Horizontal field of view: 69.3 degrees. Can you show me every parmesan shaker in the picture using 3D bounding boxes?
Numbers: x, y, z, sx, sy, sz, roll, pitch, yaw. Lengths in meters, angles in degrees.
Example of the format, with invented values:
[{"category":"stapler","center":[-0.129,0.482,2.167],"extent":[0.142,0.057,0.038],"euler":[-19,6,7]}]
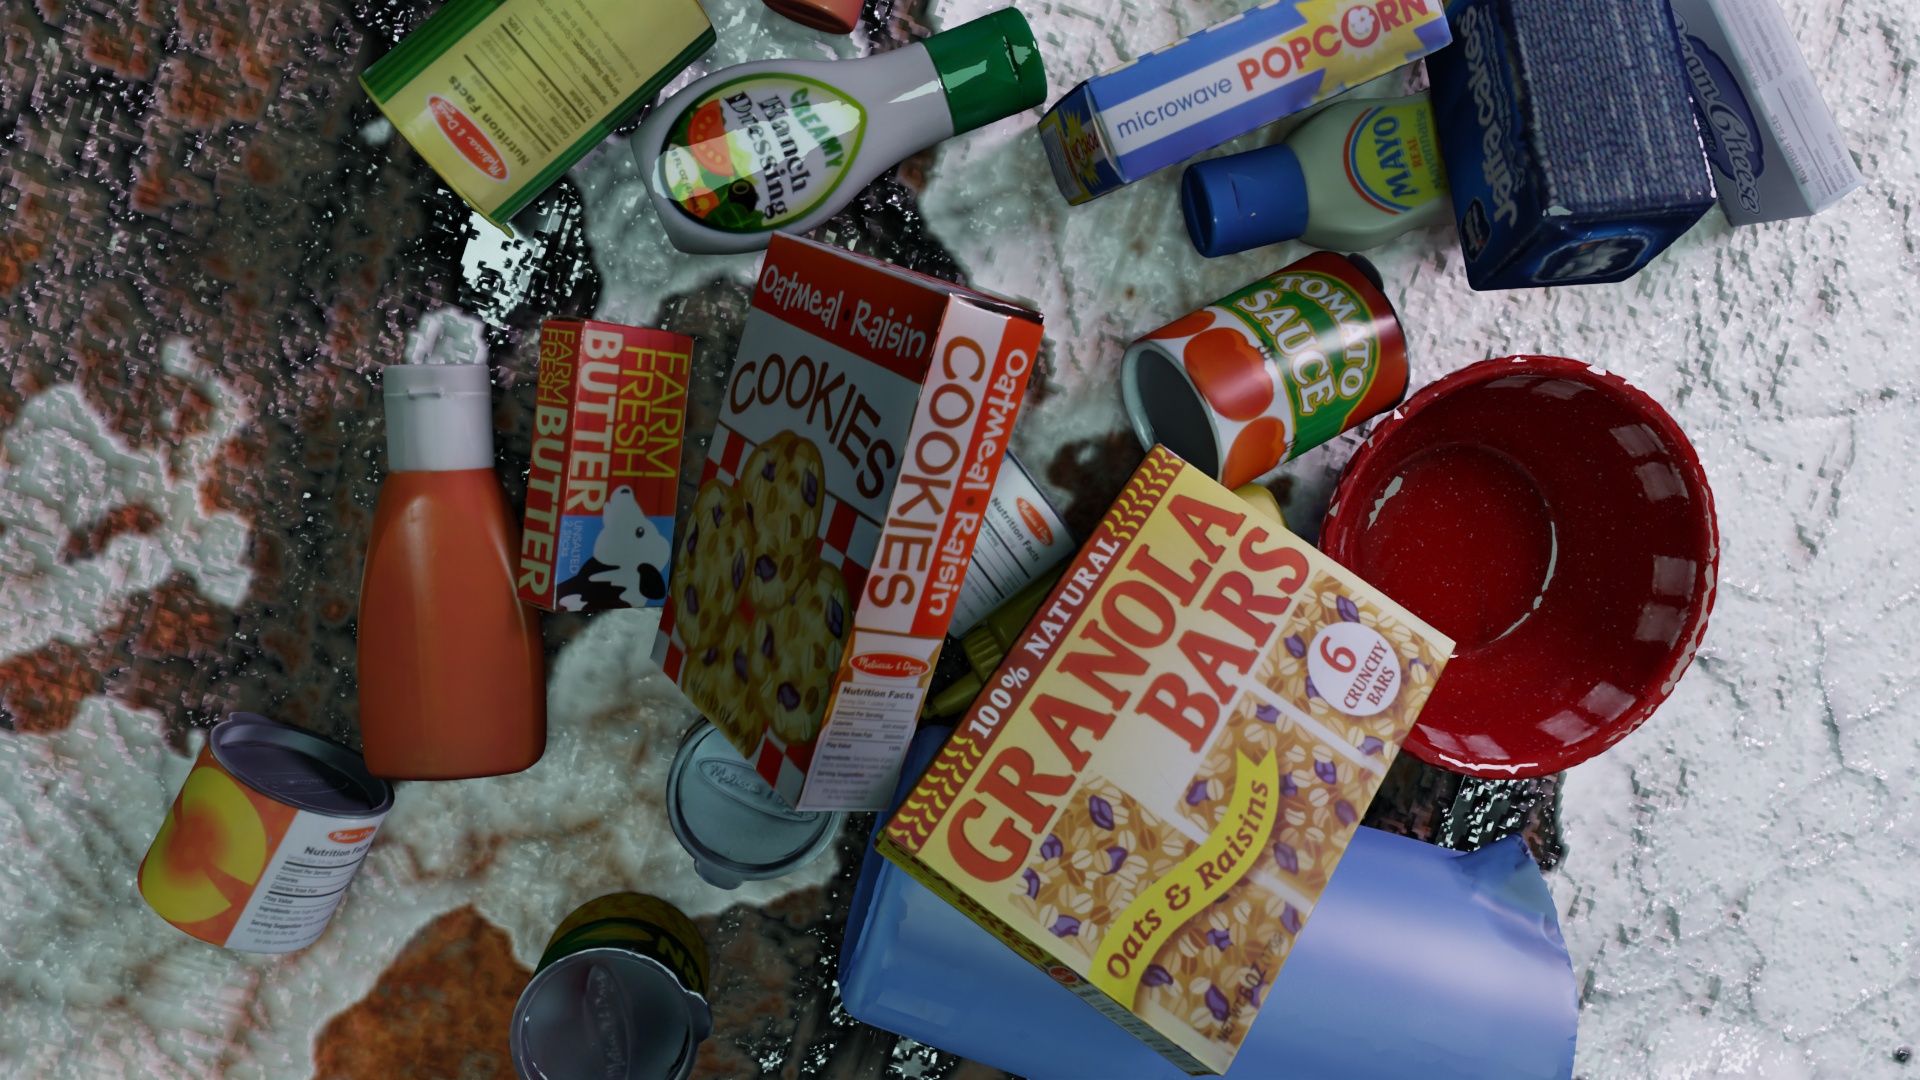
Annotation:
[{"category":"parmesan shaker","center":[-0.142,-0.165,0.482],"extent":[0.103,0.071,0.071],"euler":[-41,99,-1]}]

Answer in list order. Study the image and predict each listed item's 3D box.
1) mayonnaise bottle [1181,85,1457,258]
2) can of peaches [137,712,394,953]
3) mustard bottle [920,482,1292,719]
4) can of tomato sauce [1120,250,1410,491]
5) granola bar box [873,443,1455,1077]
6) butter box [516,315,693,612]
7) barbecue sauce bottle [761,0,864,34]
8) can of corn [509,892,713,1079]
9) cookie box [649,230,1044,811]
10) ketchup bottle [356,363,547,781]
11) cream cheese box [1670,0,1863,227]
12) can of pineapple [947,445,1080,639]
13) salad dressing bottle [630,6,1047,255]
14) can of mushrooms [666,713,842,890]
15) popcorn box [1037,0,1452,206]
[{"category":"mayonnaise bottle","center":[0.160,-0.141,0.529],"extent":[0.148,0.041,0.064],"euler":[-14,90,-5]},{"category":"can of peaches","center":[-0.249,0.104,0.498],"extent":[0.071,0.071,0.058],"euler":[28,93,-8]},{"category":"mustard bottle","center":[0.053,0.034,0.531],"extent":[0.160,0.049,0.065],"euler":[-27,93,-3]},{"category":"can of tomato sauce","center":[0.111,-0.061,0.509],"extent":[0.083,0.071,0.071],"euler":[-27,99,-15]},{"category":"granola bar box","center":[0.069,0.067,0.457],"extent":[0.124,0.039,0.166],"euler":[35,66,6]},{"category":"butter box","center":[-0.128,-0.027,0.503],"extent":[0.024,0.053,0.103],"euler":[11,97,36]},{"category":"barbecue sauce bottle","center":[-0.033,-0.259,0.495],"extent":[0.065,0.044,0.148],"euler":[18,94,-8]},{"category":"can of corn","center":[-0.126,0.173,0.521],"extent":[0.071,0.058,0.071],"euler":[-1,96,-6]},{"category":"cookie box","center":[-0.044,-0.012,0.470],"extent":[0.040,0.123,0.167],"euler":[10,103,-37]},{"category":"ketchup bottle","center":[-0.186,0.011,0.505],"extent":[0.065,0.043,0.148],"euler":[-2,96,-7]},{"category":"cream cheese box","center":[0.300,-0.173,0.536],"extent":[0.024,0.053,0.103],"euler":[-32,98,0]},{"category":"can of pineapple","center":[0.002,-0.006,0.514],"extent":[0.058,0.071,0.071],"euler":[-37,99,1]},{"category":"salad dressing bottle","center":[-0.043,-0.151,0.504],"extent":[0.148,0.044,0.064],"euler":[-22,104,-4]},{"category":"can of mushrooms","center":[-0.079,0.095,0.531],"extent":[0.071,0.033,0.071],"euler":[-1,96,-7]},{"category":"popcorn box","center":[0.097,-0.164,0.498],"extent":[0.127,0.085,0.038],"euler":[-24,99,-4]}]
